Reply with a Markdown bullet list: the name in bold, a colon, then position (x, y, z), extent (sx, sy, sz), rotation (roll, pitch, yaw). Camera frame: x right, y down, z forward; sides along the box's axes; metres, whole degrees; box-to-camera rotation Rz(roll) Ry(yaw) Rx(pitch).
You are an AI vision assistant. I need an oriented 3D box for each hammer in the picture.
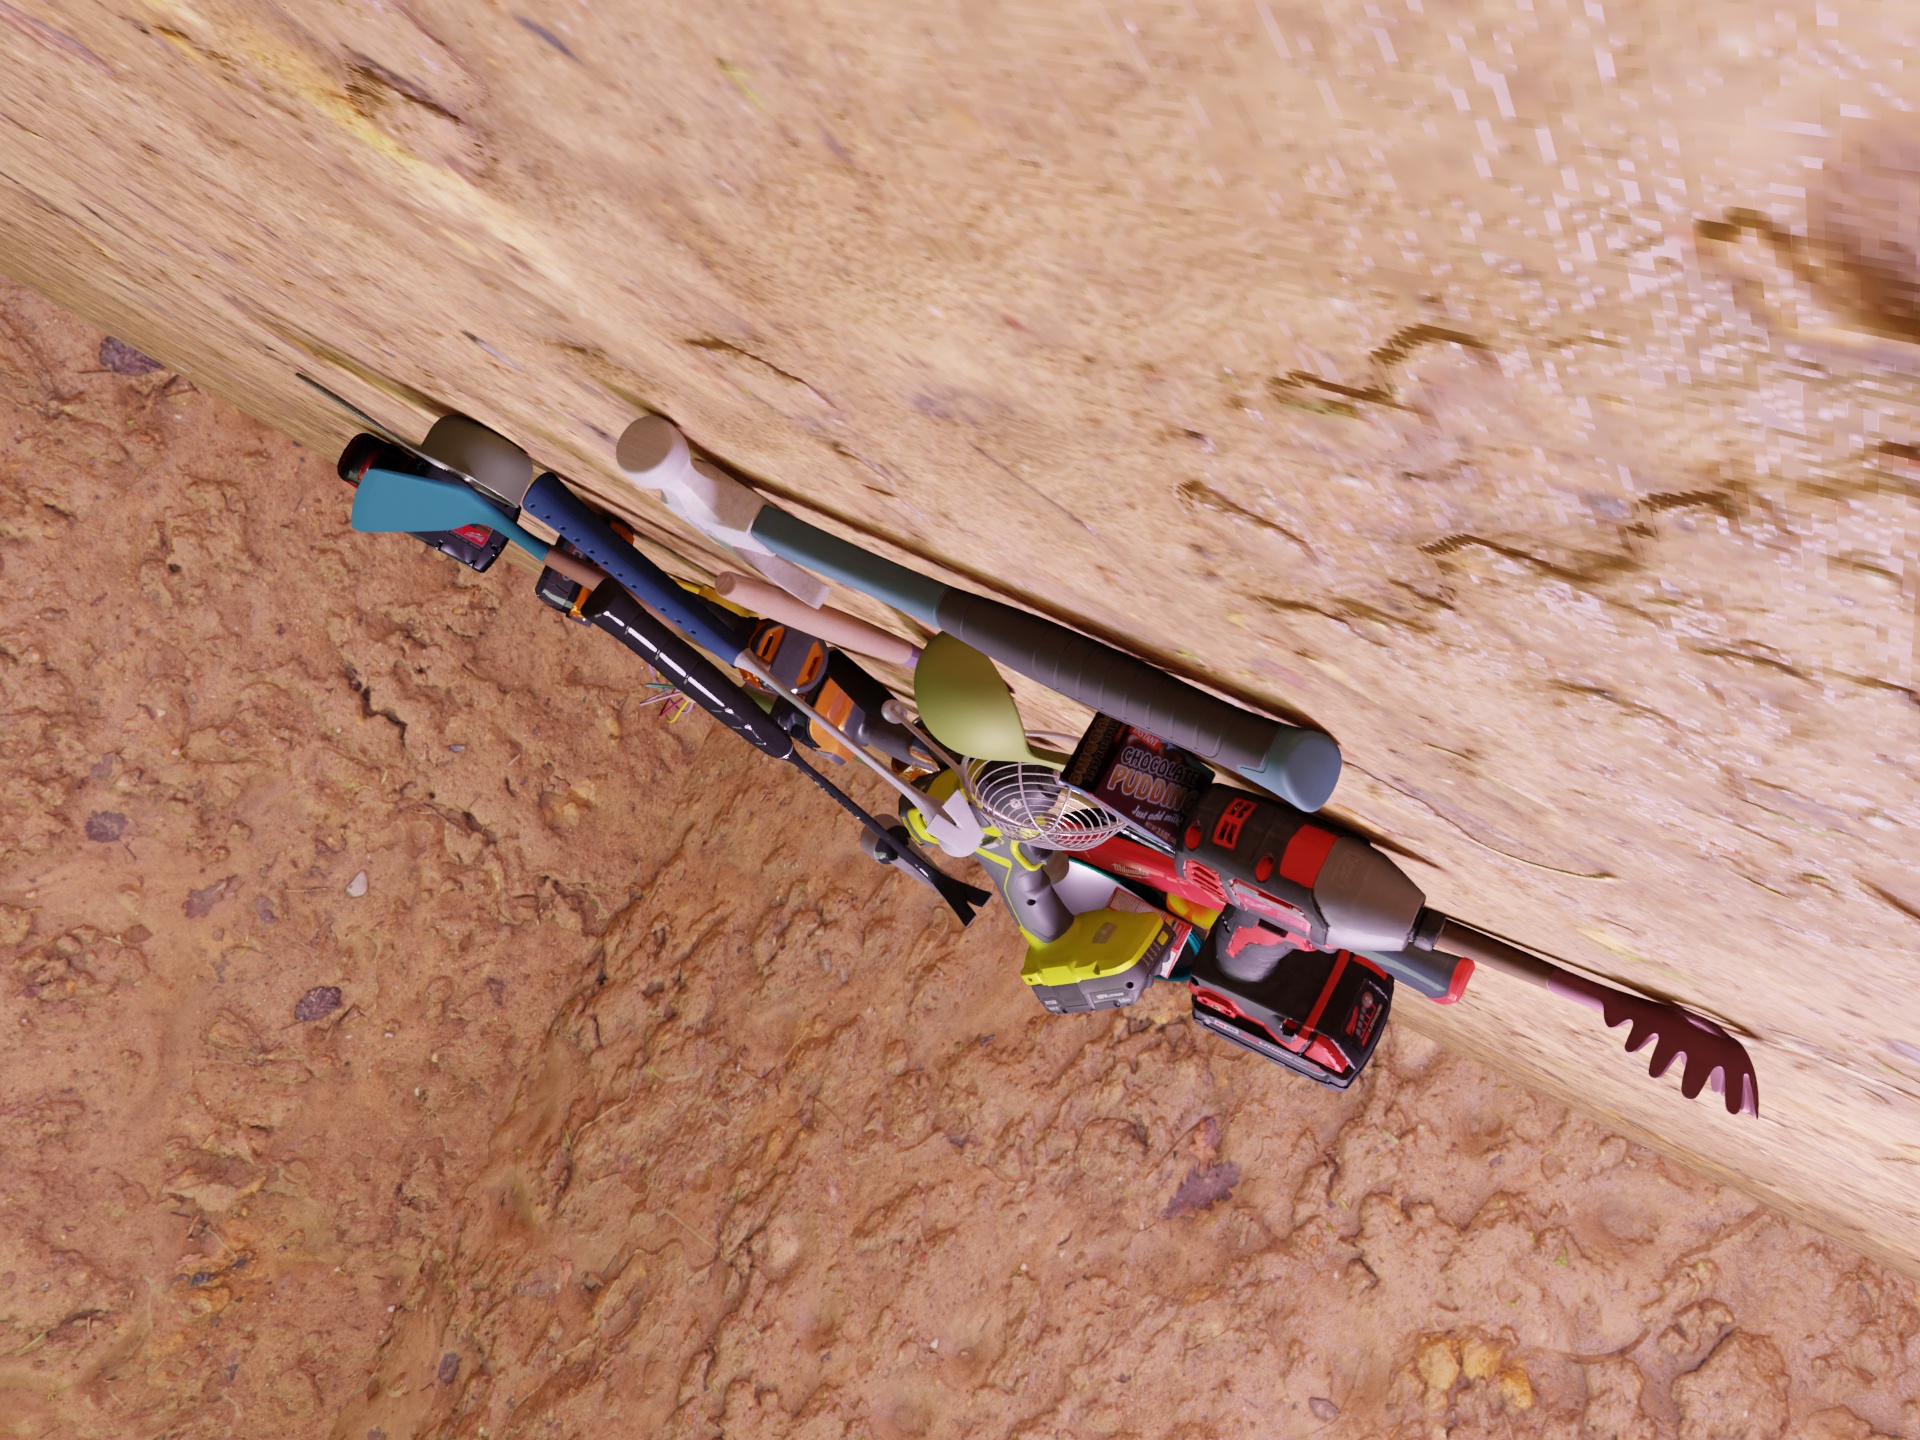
- **hammer**: position (-0.146, -0.040, 1.120), extent (0.405, 0.035, 0.144), rotation (39, 175, 5)
- **hammer**: position (0.007, -0.043, 0.686), extent (0.331, 0.033, 0.128), rotation (26, 174, 23)
- **hammer**: position (0.207, 0.126, 1.240), extent (0.386, 0.038, 0.143), rotation (18, 142, 30)
- **hammer**: position (-0.115, 0.026, 1.086), extent (0.149, 0.036, 0.408), rotation (33, 172, 43)

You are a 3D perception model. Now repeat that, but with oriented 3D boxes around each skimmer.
- **skimmer**: position (-0.002, -0.004, 1.197), extent (0.127, 0.090, 0.364), rotation (45, 176, -38)

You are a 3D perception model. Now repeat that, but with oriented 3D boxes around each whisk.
- **whisk**: position (-0.213, -0.022, 1.254), extent (0.051, 0.047, 0.245), rotation (22, 174, -20)

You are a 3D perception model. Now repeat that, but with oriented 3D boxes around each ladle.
- **ladle**: position (0.106, 0.028, 0.923), extent (0.320, 0.062, 0.078), rotation (22, -174, -30)

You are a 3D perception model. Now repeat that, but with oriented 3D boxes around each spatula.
- **spatula**: position (-0.043, -0.042, 0.893), extent (0.060, 0.018, 0.315), rotation (25, -177, 27)
- **spatula**: position (-0.286, -0.102, 1.171), extent (0.317, 0.044, 0.082), rotation (28, 144, -14)

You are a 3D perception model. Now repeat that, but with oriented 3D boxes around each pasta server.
- **pasta server**: position (0.329, 0.152, 0.942), extent (0.060, 0.040, 0.316), rotation (18, -177, -32)

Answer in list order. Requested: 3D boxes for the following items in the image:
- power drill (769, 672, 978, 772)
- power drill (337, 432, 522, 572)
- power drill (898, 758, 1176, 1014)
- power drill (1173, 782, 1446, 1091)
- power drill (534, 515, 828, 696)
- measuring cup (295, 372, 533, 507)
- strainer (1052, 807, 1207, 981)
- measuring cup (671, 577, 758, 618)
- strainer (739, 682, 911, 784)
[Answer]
- **power drill**: position (-0.055, 0.012, 1.407), extent (0.226, 0.084, 0.185), rotation (22, 172, 21)
- **power drill**: position (-0.530, -0.219, 1.643), extent (0.187, 0.080, 0.227), rotation (31, 177, -37)
- **power drill**: position (0.068, 0.125, 1.275), extent (0.171, 0.080, 0.223), rotation (-18, 113, 48)
- **power drill**: position (0.197, 0.126, 0.909), extent (0.143, 0.078, 0.219), rotation (23, 154, 22)
- **power drill**: position (-0.224, -0.086, 1.290), extent (0.226, 0.084, 0.164), rotation (25, 176, -14)
- **measuring cup**: position (-0.371, -0.205, 1.093), extent (0.167, 0.038, 0.083), rotation (31, 175, -14)
- **strainer**: position (0.206, 0.173, 1.463), extent (0.340, 0.095, 0.210), rotation (26, 156, 13)
- **measuring cup**: position (-0.242, -0.107, 1.451), extent (0.062, 0.029, 0.157), rotation (32, 172, -42)
- **strainer**: position (-0.136, -0.001, 1.775), extent (0.256, 0.069, 0.152), rotation (30, 173, -37)
